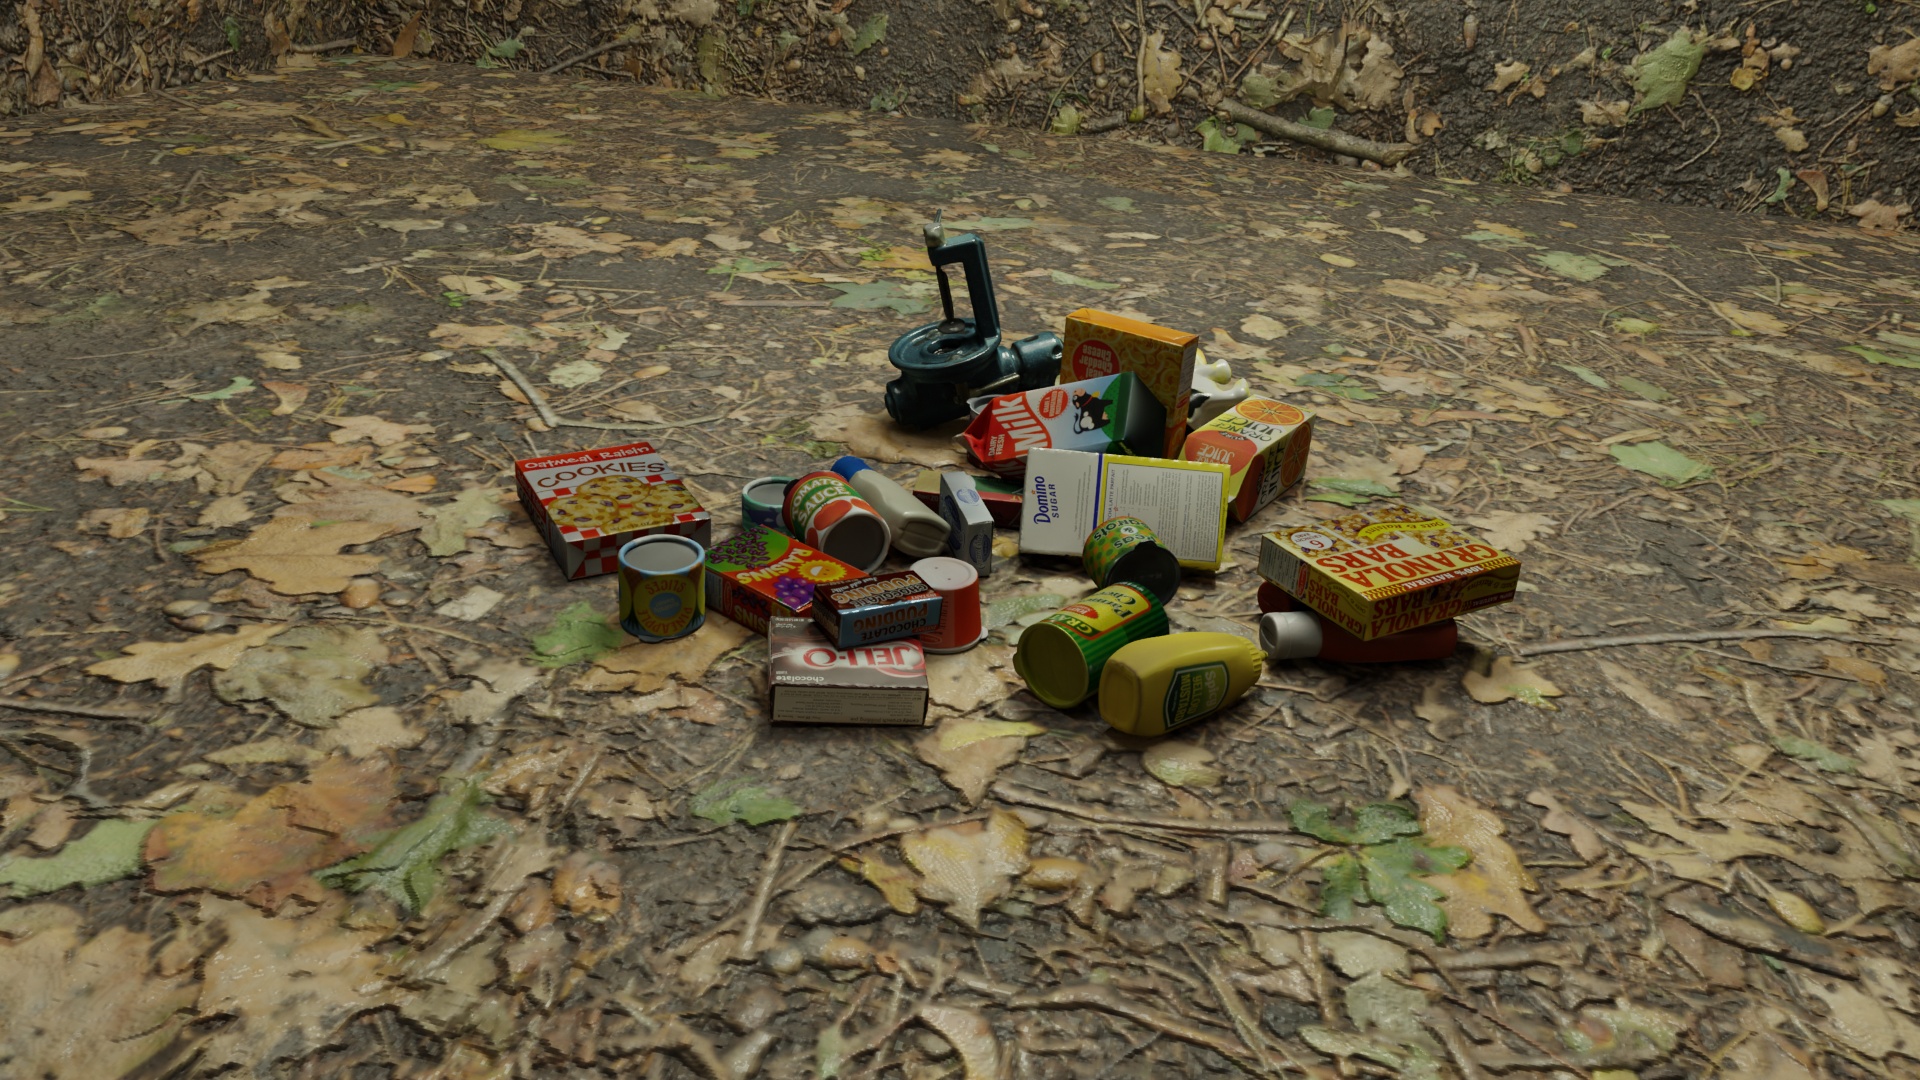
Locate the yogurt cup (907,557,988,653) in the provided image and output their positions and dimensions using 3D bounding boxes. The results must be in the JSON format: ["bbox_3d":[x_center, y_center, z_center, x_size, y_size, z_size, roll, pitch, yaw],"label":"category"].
[{"bbox_3d":[-0.015,0.048,1.081,0.072,0.053,0.073,3,27,-1],"label":"yogurt cup"}]

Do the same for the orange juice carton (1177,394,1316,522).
[{"bbox_3d":[0.272,-0.077,1.353,0.072,0.072,0.193,21,31,30],"label":"orange juice carton"}]

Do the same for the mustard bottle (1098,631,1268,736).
[{"bbox_3d":[0.172,0.096,1.007,0.161,0.065,0.049,-11,26,-36],"label":"mustard bottle"}]

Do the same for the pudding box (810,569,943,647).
[{"bbox_3d":[-0.061,0.049,1.013,0.084,0.030,0.050,-8,29,-28],"label":"pudding box"}]

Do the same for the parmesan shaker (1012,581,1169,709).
[{"bbox_3d":[0.098,0.075,1.034,0.071,0.071,0.103,25,33,35],"label":"parmesan shaker"}]

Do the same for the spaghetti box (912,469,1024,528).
[{"bbox_3d":[0.081,-0.030,1.279,0.250,0.028,0.050,7,27,5],"label":"spaghetti box"}]

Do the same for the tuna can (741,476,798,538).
[{"bbox_3d":[-0.160,-0.029,1.235,0.071,0.032,0.071,3,27,-2],"label":"tuna can"}]

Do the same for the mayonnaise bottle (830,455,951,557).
[{"bbox_3d":[-0.069,-0.033,1.241,0.065,0.041,0.148,17,13,-38],"label":"mayonnaise bottle"}]

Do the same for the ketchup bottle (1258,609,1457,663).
[{"bbox_3d":[0.311,0.072,1.098,0.149,0.043,0.065,-3,25,-13],"label":"ketchup bottle"}]

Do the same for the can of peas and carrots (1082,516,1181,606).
[{"bbox_3d":[0.140,0.019,1.146,0.071,0.070,0.059,-4,27,-16],"label":"can of peas and carrots"}]

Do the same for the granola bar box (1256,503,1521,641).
[{"bbox_3d":[0.340,0.023,1.107,0.166,0.039,0.124,-11,29,-28],"label":"granola bar box"}]

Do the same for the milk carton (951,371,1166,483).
[{"bbox_3d":[0.088,-0.095,1.294,0.190,0.072,0.074,-8,60,34],"label":"milk carton"}]

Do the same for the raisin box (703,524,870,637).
[{"bbox_3d":[-0.144,0.035,1.104,0.123,0.040,0.086,23,31,32],"label":"raisin box"}]

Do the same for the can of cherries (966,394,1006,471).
[{"bbox_3d":[0.038,-0.108,1.396,0.071,0.058,0.072,3,28,-2],"label":"can of cherries"}]

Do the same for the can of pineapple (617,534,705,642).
[{"bbox_3d":[-0.229,0.036,1.068,0.071,0.057,0.071,4,27,-2],"label":"can of pineapple"}]

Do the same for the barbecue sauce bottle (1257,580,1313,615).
[{"bbox_3d":[0.315,0.032,1.177,0.149,0.043,0.065,-16,34,-34],"label":"barbecue sauce bottle"}]

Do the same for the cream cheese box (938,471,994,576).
[{"bbox_3d":[0.004,-0.015,1.211,0.024,0.053,0.104,-5,28,-13],"label":"cream cheese box"}]

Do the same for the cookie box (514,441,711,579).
[{"bbox_3d":[-0.304,-0.029,1.206,0.123,0.040,0.168,-11,32,-28],"label":"cookie box"}]

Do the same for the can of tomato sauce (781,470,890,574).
[{"bbox_3d":[-0.106,-0.014,1.173,0.071,0.070,0.083,-10,30,-26],"label":"can of tomato sauce"}]

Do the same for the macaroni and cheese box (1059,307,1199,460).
[{"bbox_3d":[0.154,-0.127,1.330,0.124,0.165,0.040,19,30,27],"label":"macaroni and cheese box"}]
